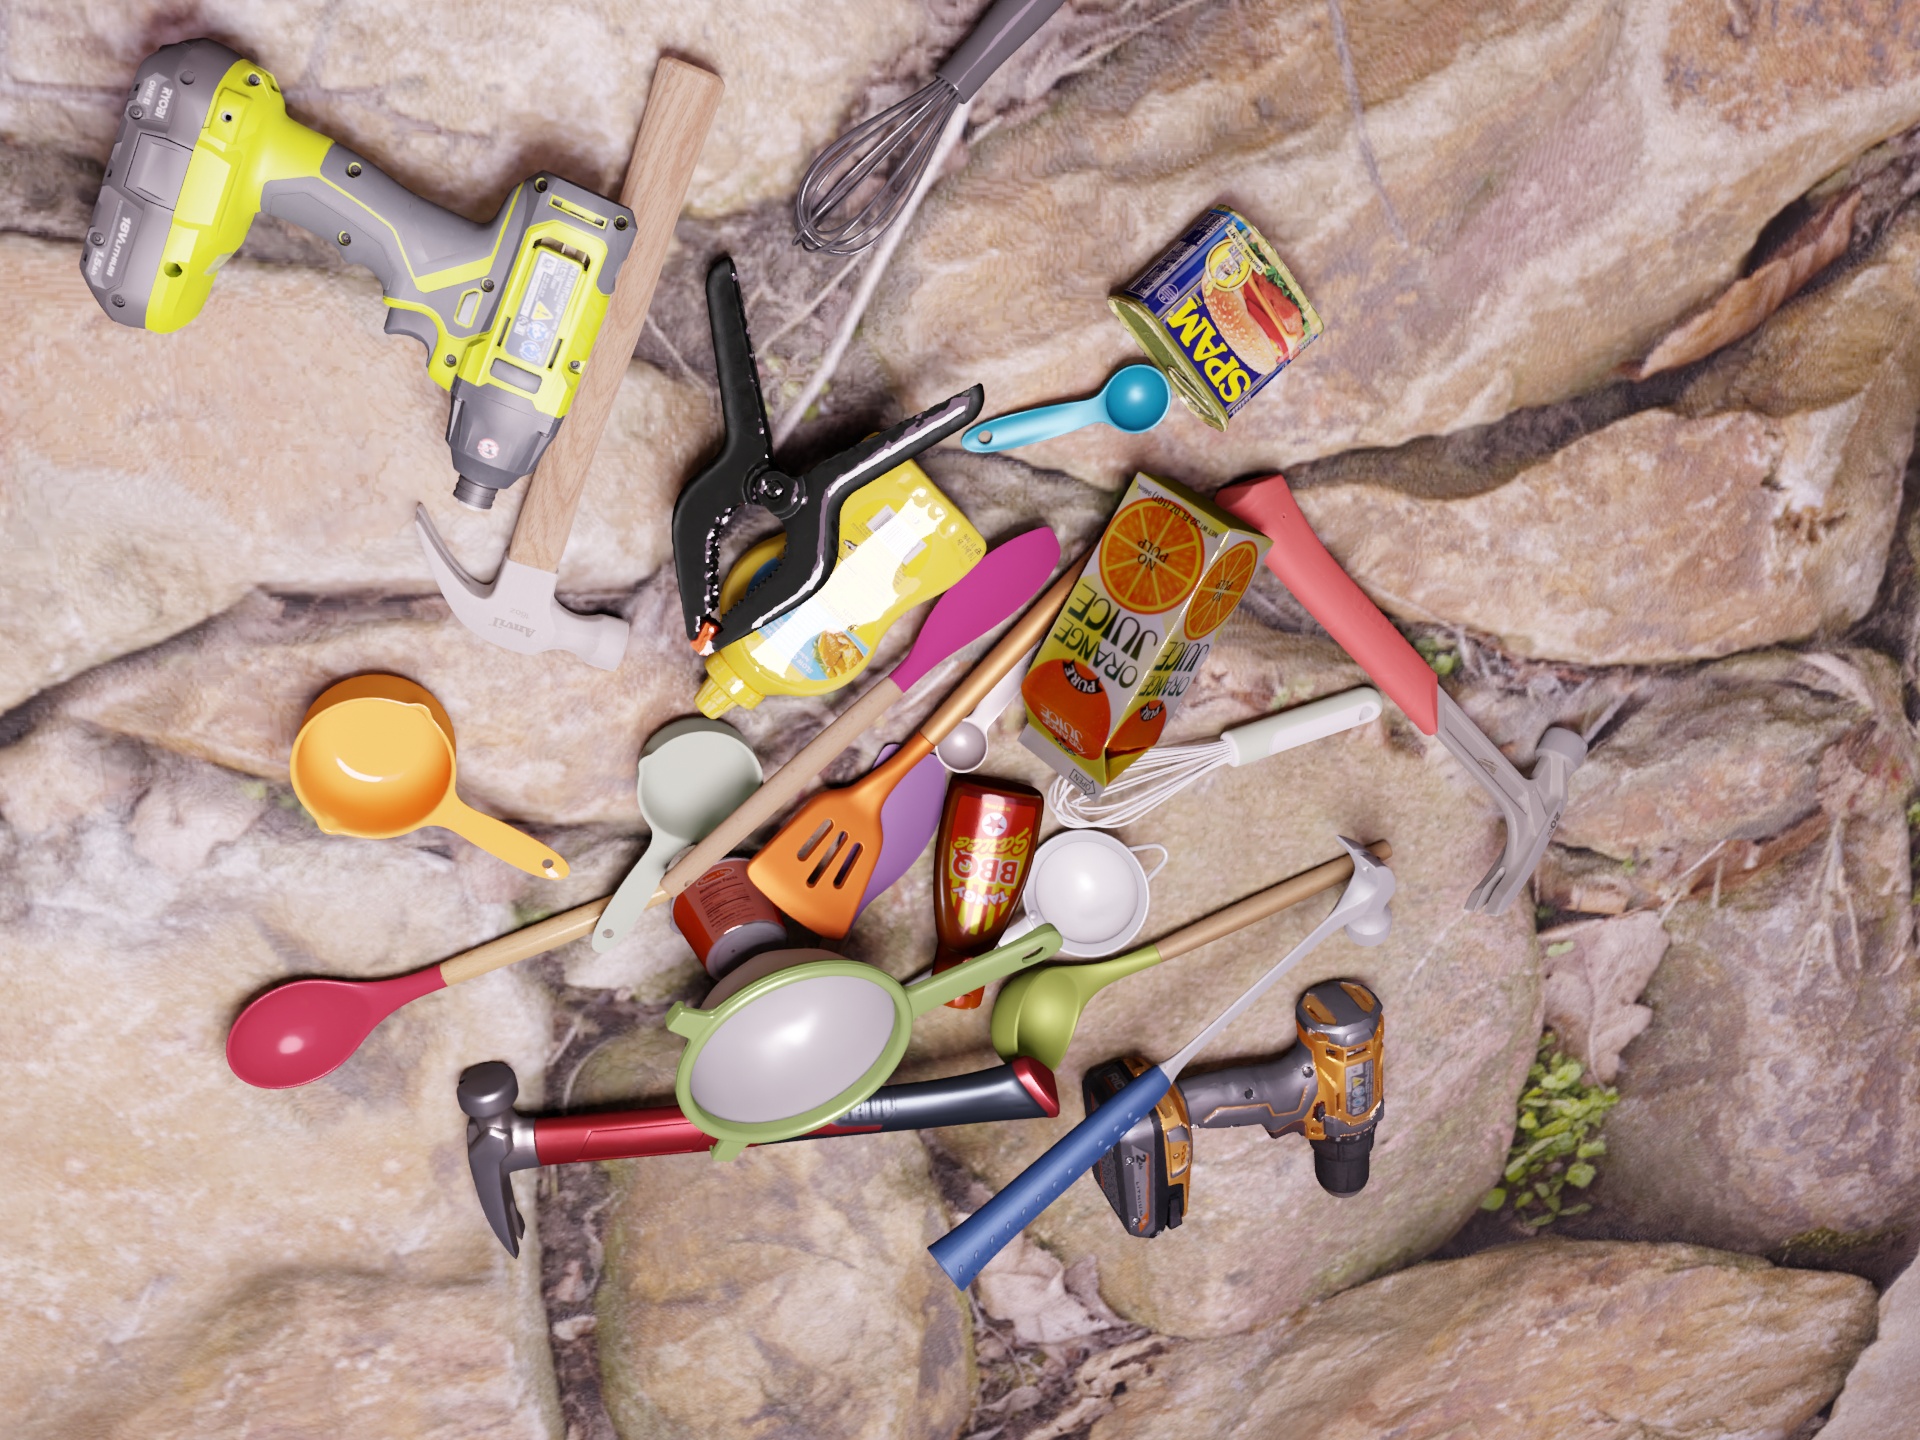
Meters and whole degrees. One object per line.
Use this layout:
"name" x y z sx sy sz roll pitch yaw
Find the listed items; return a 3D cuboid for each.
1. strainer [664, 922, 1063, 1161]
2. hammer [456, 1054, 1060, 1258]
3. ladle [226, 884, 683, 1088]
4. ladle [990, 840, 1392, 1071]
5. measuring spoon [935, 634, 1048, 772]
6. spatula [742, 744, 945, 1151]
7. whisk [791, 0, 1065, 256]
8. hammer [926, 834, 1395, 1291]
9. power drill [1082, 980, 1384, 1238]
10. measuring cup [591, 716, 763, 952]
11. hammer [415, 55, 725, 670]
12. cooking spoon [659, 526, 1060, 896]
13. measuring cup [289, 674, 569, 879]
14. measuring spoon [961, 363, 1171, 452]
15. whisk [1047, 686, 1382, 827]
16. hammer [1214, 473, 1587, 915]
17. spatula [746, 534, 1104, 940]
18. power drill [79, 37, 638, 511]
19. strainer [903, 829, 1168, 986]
"strainer" -0.062 0.167 0.993 0.256 0.069 0.151 -21 134 -15
"hammer" -0.127 0.278 1.056 0.386 0.038 0.143 -5 117 -2
"ladle" -0.297 0.149 0.992 0.315 0.031 0.069 -21 117 -8
"ladle" 0.167 0.159 1.115 0.320 0.062 0.078 -23 121 -8
"measuring spoon" 0.028 -0.020 1.016 0.034 0.018 0.124 37 95 3
"spatula" -0.087 0.159 1.062 0.059 0.018 0.316 18 107 -23
"whisk" -0.005 -0.337 0.842 0.239 0.055 0.055 -47 118 3
"hammer" 0.142 0.228 1.066 0.405 0.035 0.143 -39 148 -12
"power drill" 0.213 0.306 1.184 0.226 0.084 0.185 -16 119 -14
"measuring cup" -0.185 0.070 0.983 0.083 0.038 0.167 27 106 -25
"hammer" -0.200 -0.190 0.862 0.130 0.031 0.331 16 108 -22
"cooking spoon" -0.058 -0.004 0.962 0.319 0.017 0.068 -42 150 -4
"measuring cup" -0.302 0.039 0.927 0.173 0.052 0.095 35 100 -29
"measuring spoon" 0.062 -0.184 0.952 0.128 0.021 0.042 -14 118 1
"whisk" 0.173 0.022 1.059 0.246 0.059 0.057 -18 130 -13
"hammer" 0.286 -0.026 1.055 0.358 0.037 0.149 41 73 -24
"spatula" -0.002 -0.003 0.989 0.081 0.041 0.322 41 96 -21
"power drill" -0.293 -0.215 0.780 0.223 0.080 0.171 21 104 -16
"strainer" 0.028 0.150 1.079 0.258 0.050 0.087 -31 88 6
